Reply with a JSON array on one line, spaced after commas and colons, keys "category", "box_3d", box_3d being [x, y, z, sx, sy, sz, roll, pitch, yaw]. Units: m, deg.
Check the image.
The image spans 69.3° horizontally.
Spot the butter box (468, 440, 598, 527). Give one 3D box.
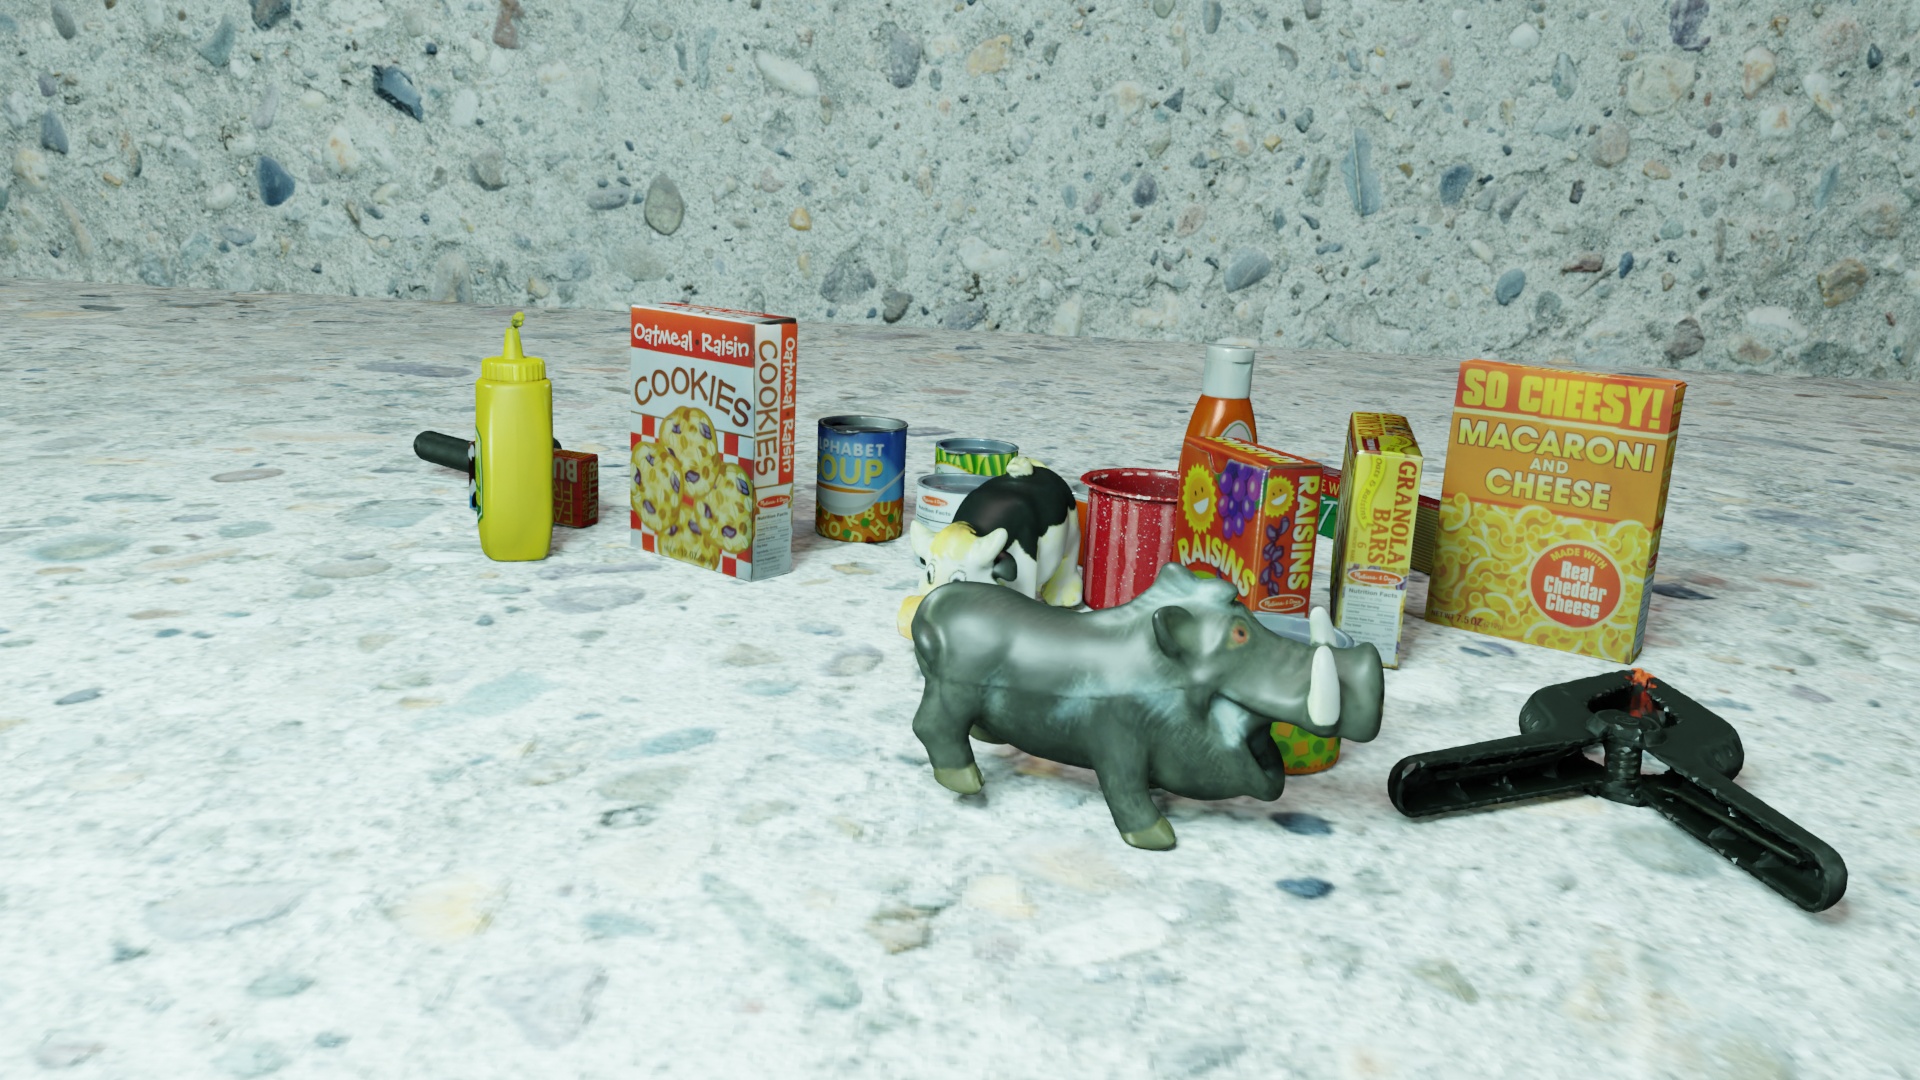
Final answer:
[{"category": "butter box", "box_3d": [-0.312, -0.043, 1.016, 0.103, 0.053, 0.024, 9, 14, 22]}]

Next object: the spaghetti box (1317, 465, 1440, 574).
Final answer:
[{"category": "spaghetti box", "box_3d": [0.305, -0.026, 1.094, 0.029, 0.050, 0.250, -3, 15, -24]}]

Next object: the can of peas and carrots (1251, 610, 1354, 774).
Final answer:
[{"category": "can of peas and carrots", "box_3d": [0.145, 0.071, 0.649, 0.071, 0.058, 0.071, 3, 14, -1]}]

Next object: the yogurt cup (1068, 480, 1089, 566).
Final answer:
[{"category": "yogurt cup", "box_3d": [0.107, -0.010, 0.978, 0.072, 0.053, 0.072, 3, 14, -1]}]

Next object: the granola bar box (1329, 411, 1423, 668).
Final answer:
[{"category": "granola bar box", "box_3d": [0.251, -0.006, 0.848, 0.039, 0.124, 0.166, 6, 14, 13]}]

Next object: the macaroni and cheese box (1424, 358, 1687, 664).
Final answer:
[{"category": "macaroni and cheese box", "box_3d": [0.358, -0.021, 0.844, 0.124, 0.166, 0.040, 12, 16, 33]}]

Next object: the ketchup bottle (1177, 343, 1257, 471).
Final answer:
[{"category": "ketchup bottle", "box_3d": [0.199, -0.075, 1.063, 0.065, 0.148, 0.043, -3, 15, -24]}]

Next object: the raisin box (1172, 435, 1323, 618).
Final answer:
[{"category": "raisin box", "box_3d": [0.153, 0.010, 0.761, 0.040, 0.123, 0.086, -2, 14, -21]}]

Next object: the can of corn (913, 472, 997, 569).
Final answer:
[{"category": "can of corn", "box_3d": [0.003, -0.012, 0.953, 0.071, 0.058, 0.071, 3, 14, -1]}]

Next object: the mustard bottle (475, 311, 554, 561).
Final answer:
[{"category": "mustard bottle", "box_3d": [-0.290, -0.069, 0.904, 0.049, 0.159, 0.065, -2, 14, -21]}]

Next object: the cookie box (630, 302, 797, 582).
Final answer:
[{"category": "cookie box", "box_3d": [-0.164, -0.068, 0.915, 0.123, 0.167, 0.040, 14, 17, 37]}]

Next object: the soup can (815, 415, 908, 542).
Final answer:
[{"category": "soup can", "box_3d": [-0.074, -0.046, 1.018, 0.071, 0.083, 0.071, 3, 13, -1]}]

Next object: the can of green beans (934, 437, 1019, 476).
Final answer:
[{"category": "can of green beans", "box_3d": [0.012, -0.047, 1.099, 0.071, 0.057, 0.071, 3, 14, -1]}]
